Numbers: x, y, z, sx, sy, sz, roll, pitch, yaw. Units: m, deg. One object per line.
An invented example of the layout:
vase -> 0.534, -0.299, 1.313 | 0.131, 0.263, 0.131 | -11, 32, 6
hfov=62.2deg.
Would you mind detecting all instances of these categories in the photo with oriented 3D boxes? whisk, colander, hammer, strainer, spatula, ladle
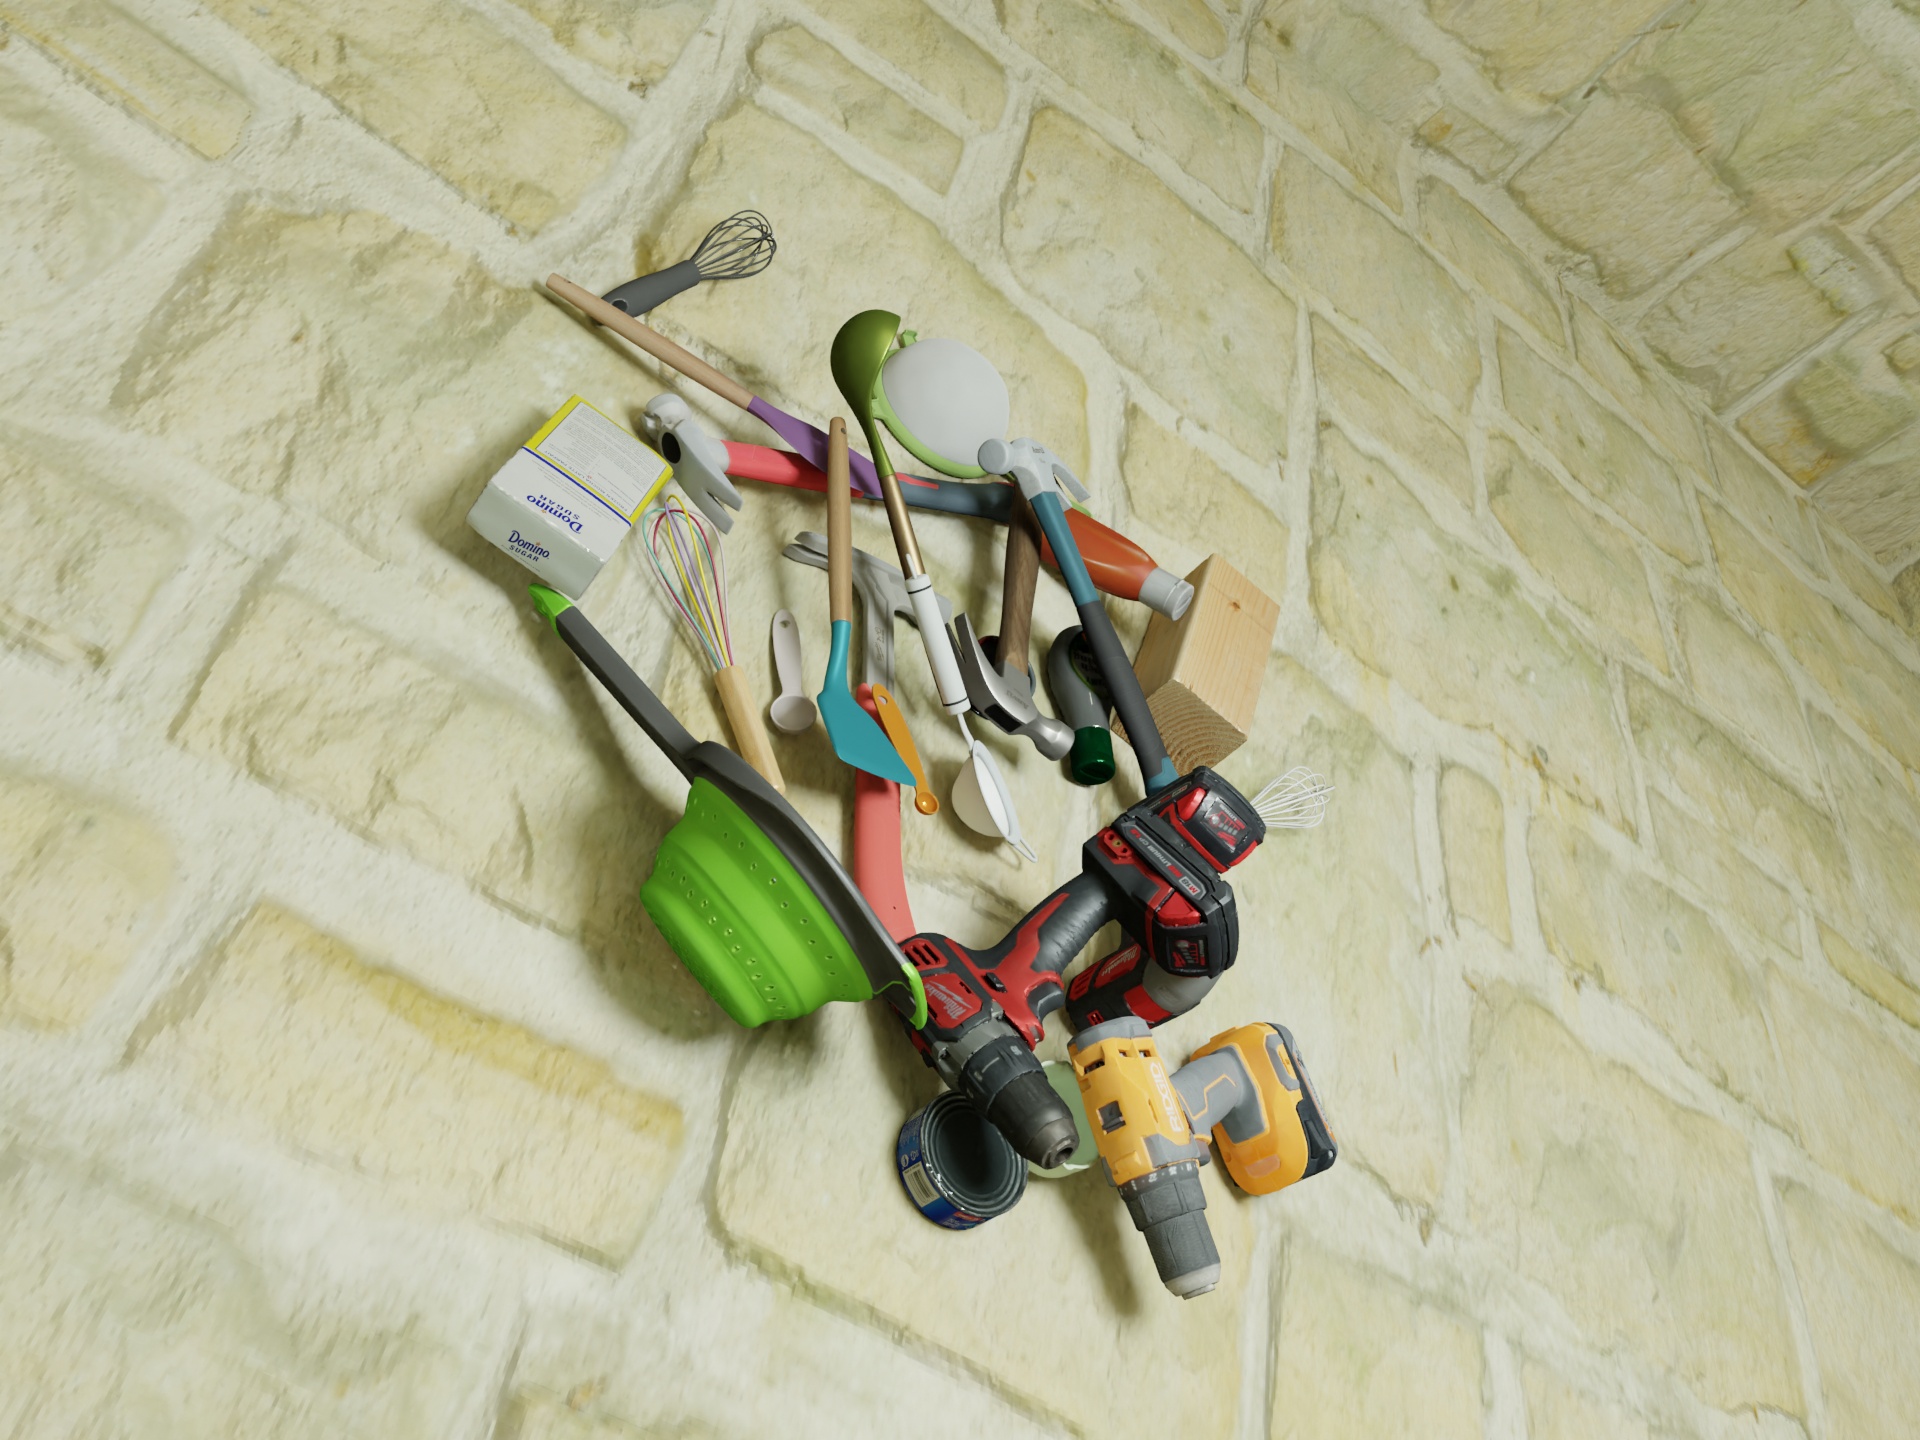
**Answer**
whisk -> -0.175, -0.056, 1.146 | 0.051, 0.047, 0.245 | 0, 63, -53
colander -> -0.183, 0.065, 1.003 | 0.094, 0.204, 0.397 | -38, 69, -17
hammer -> 0.113, -0.086, 1.350 | 0.128, 0.033, 0.331 | -14, 80, -60
whisk -> 0.253, 0.086, 1.424 | 0.246, 0.059, 0.058 | -12, 85, -41
hammer -> 0.049, -0.122, 1.351 | 0.130, 0.031, 0.332 | 36, 41, -27
hammer -> -0.073, -0.191, 1.331 | 0.386, 0.038, 0.143 | 2, 40, -44
strainer -> 0.036, -0.275, 1.494 | 0.256, 0.069, 0.152 | 35, 41, -13
spatula -> -0.190, -0.266, 1.269 | 0.316, 0.018, 0.060 | 32, 33, -6
strainer -> -0.002, -0.004, 1.210 | 0.087, 0.050, 0.258 | -67, 140, -73
ladle -> -0.039, -0.168, 1.251 | 0.062, 0.078, 0.320 | -14, 87, -21
spatula -> -0.081, -0.098, 1.189 | 0.082, 0.044, 0.318 | 23, 54, -44
hammer -> -0.070, 0.015, 1.193 | 0.149, 0.036, 0.359 | 23, 46, -28
whisk -> -0.232, -0.385, 1.359 | 0.055, 0.055, 0.239 | 47, 44, -2

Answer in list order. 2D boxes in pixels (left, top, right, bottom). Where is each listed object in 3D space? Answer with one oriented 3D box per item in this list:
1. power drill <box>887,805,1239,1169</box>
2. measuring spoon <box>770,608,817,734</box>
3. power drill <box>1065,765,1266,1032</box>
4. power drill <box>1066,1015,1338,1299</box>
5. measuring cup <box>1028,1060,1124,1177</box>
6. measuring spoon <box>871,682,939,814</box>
power drill -> 0.079, 0.176, 1.057 | 0.226, 0.080, 0.188 | -30, 48, -16
measuring spoon -> -0.129, -0.035, 1.198 | 0.034, 0.018, 0.124 | -1, 49, -11
power drill -> 0.163, 0.141, 1.221 | 0.078, 0.143, 0.220 | 43, 37, -15
power drill -> 0.179, 0.303, 1.130 | 0.226, 0.084, 0.185 | 11, 52, -49
measuring cup -> 0.091, 0.300, 1.116 | 0.167, 0.038, 0.083 | 38, 36, -30
measuring spoon -> -0.044, 0.022, 1.177 | 0.021, 0.011, 0.117 | 1, 54, -41
